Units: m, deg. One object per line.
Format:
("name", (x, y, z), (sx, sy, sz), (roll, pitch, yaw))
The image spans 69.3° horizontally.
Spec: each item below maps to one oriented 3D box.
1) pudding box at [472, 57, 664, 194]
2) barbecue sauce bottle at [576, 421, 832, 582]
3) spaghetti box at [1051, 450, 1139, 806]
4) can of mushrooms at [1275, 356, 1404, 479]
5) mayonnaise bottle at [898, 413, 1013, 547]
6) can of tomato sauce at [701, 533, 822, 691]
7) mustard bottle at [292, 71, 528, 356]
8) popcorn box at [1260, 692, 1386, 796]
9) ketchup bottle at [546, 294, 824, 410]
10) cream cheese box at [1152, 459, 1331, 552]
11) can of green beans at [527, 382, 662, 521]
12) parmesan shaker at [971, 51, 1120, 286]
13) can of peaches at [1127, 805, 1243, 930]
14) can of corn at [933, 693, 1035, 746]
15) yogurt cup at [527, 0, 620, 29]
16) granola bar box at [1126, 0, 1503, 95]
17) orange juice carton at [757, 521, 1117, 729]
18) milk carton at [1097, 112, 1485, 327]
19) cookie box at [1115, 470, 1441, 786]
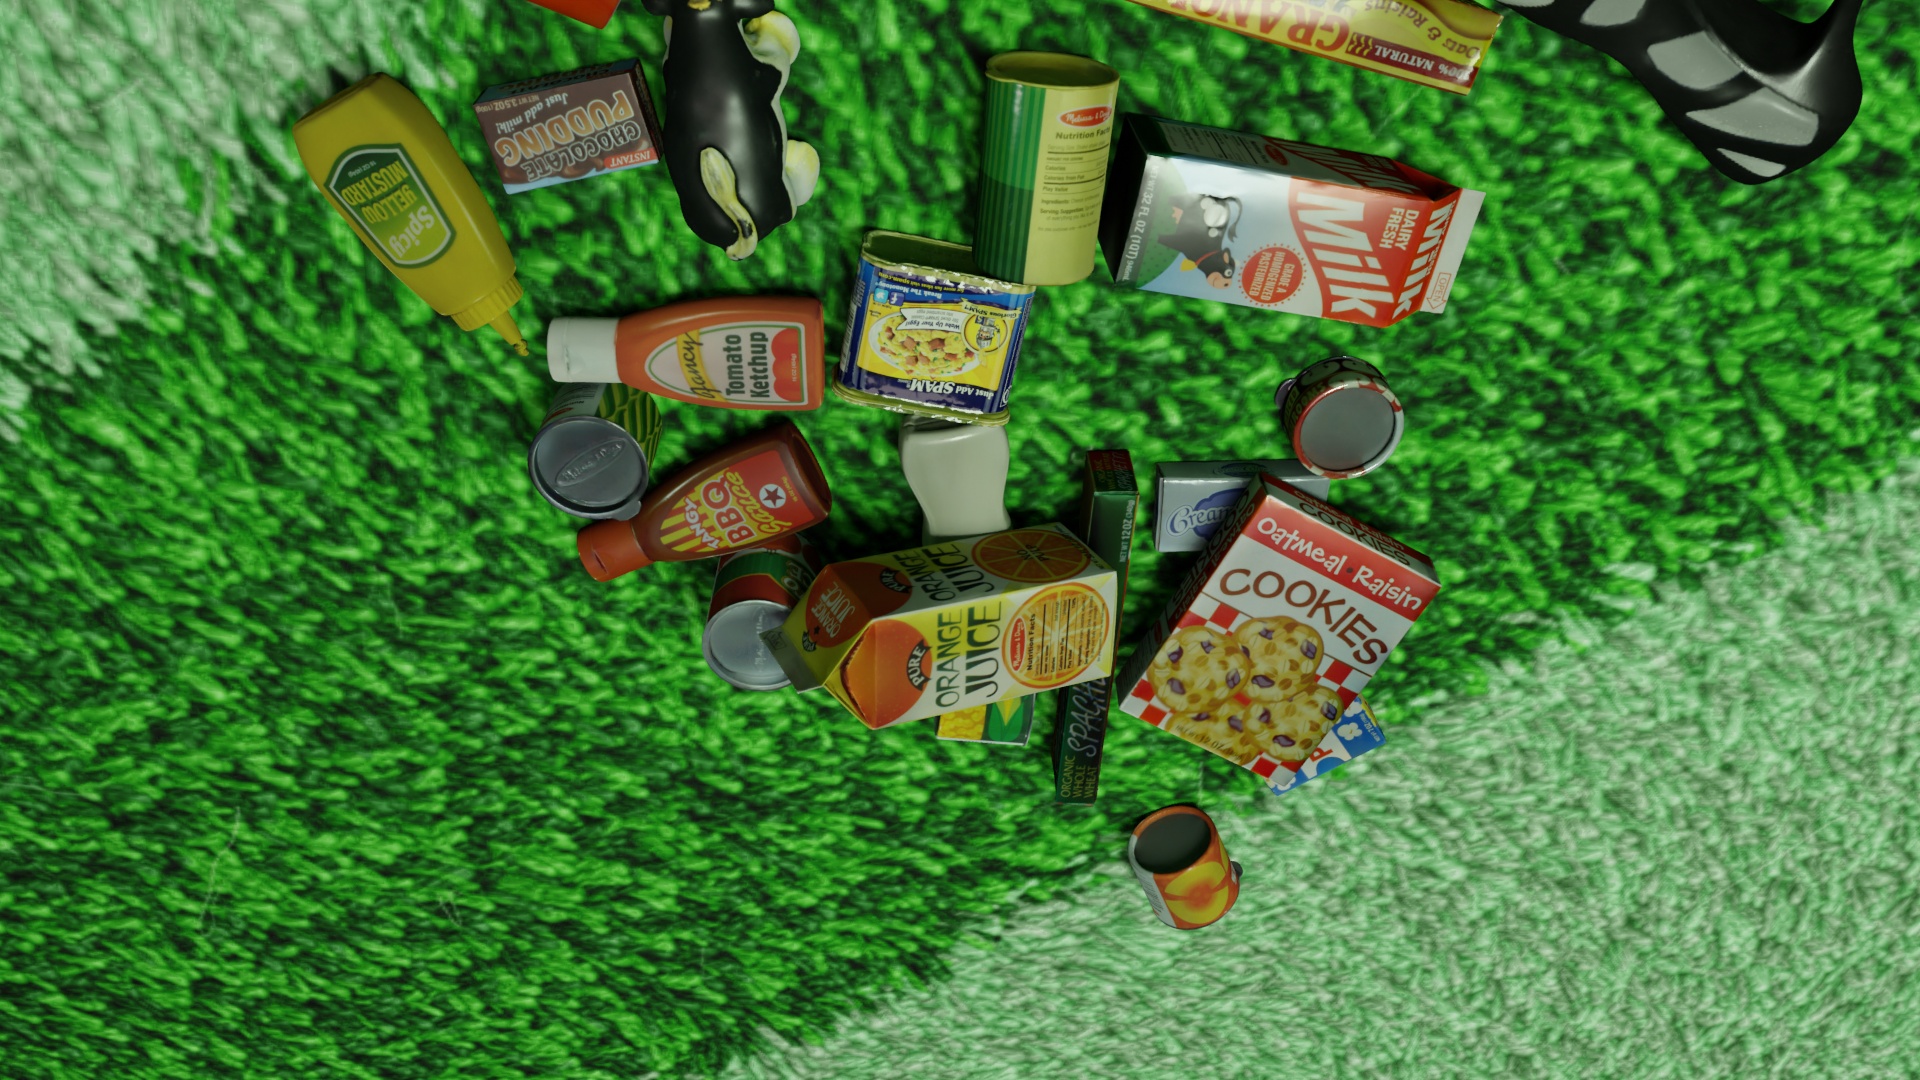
("pudding box", (-0.199, -0.212, 0.710), (0.084, 0.030, 0.049), (-10, 123, 4))
("barbecue sauce bottle", (-0.155, -0.017, 0.827), (0.148, 0.044, 0.064), (-21, 116, 11))
("spaghetti box", (0.083, 0.062, 0.884), (0.029, 0.050, 0.248), (2, 122, -2))
("can of mushrooms", (0.222, -0.072, 0.815), (0.071, 0.033, 0.070), (-1, 123, -2))
("mayonnaise bottle", (0.003, -0.011, 0.840), (0.065, 0.041, 0.147), (-11, 124, -2))
("can of tomato sauce", (-0.116, 0.039, 0.841), (0.071, 0.083, 0.070), (-1, 123, -2))
("mustard bottle", (-0.274, -0.161, 0.728), (0.065, 0.049, 0.159), (-24, 120, 14))
("popcorn box", (0.214, 0.102, 0.921), (0.085, 0.038, 0.126), (-31, 118, 15))
("ketchup bottle", (-0.151, -0.105, 0.772), (0.149, 0.044, 0.064), (1, 122, -2))
("cream cheese box", (0.170, -0.021, 0.849), (0.104, 0.024, 0.053), (-1, 122, -2))
("can of green beans", (-0.207, -0.055, 0.792), (0.071, 0.058, 0.071), (-1, 122, -2))
("parmesan shaker", (0.039, -0.190, 0.711), (0.071, 0.071, 0.102), (3, 123, -4))
("can of peaches", (0.160, 0.230, 0.984), (0.071, 0.071, 0.058), (-21, 120, 11))
("can of corn", (0.015, 0.095, 0.893), (0.058, 0.071, 0.070), (5, 122, -5))
("yogurt cup", (-0.181, -0.277, 0.651), (0.054, 0.073, 0.072), (23, 119, -25))
("granola bar box", (0.147, -0.257, 0.640), (0.166, 0.125, 0.038), (12, 120, -9))
("orange juice carton", (-0.012, 0.050, 0.789), (0.193, 0.072, 0.072), (-10, 118, -22))
("milk carton", (0.175, -0.165, 0.730), (0.191, 0.074, 0.072), (7, 122, -7))
("cookie box", (0.190, 0.056, 0.848), (0.123, 0.040, 0.166), (26, 114, -10))
